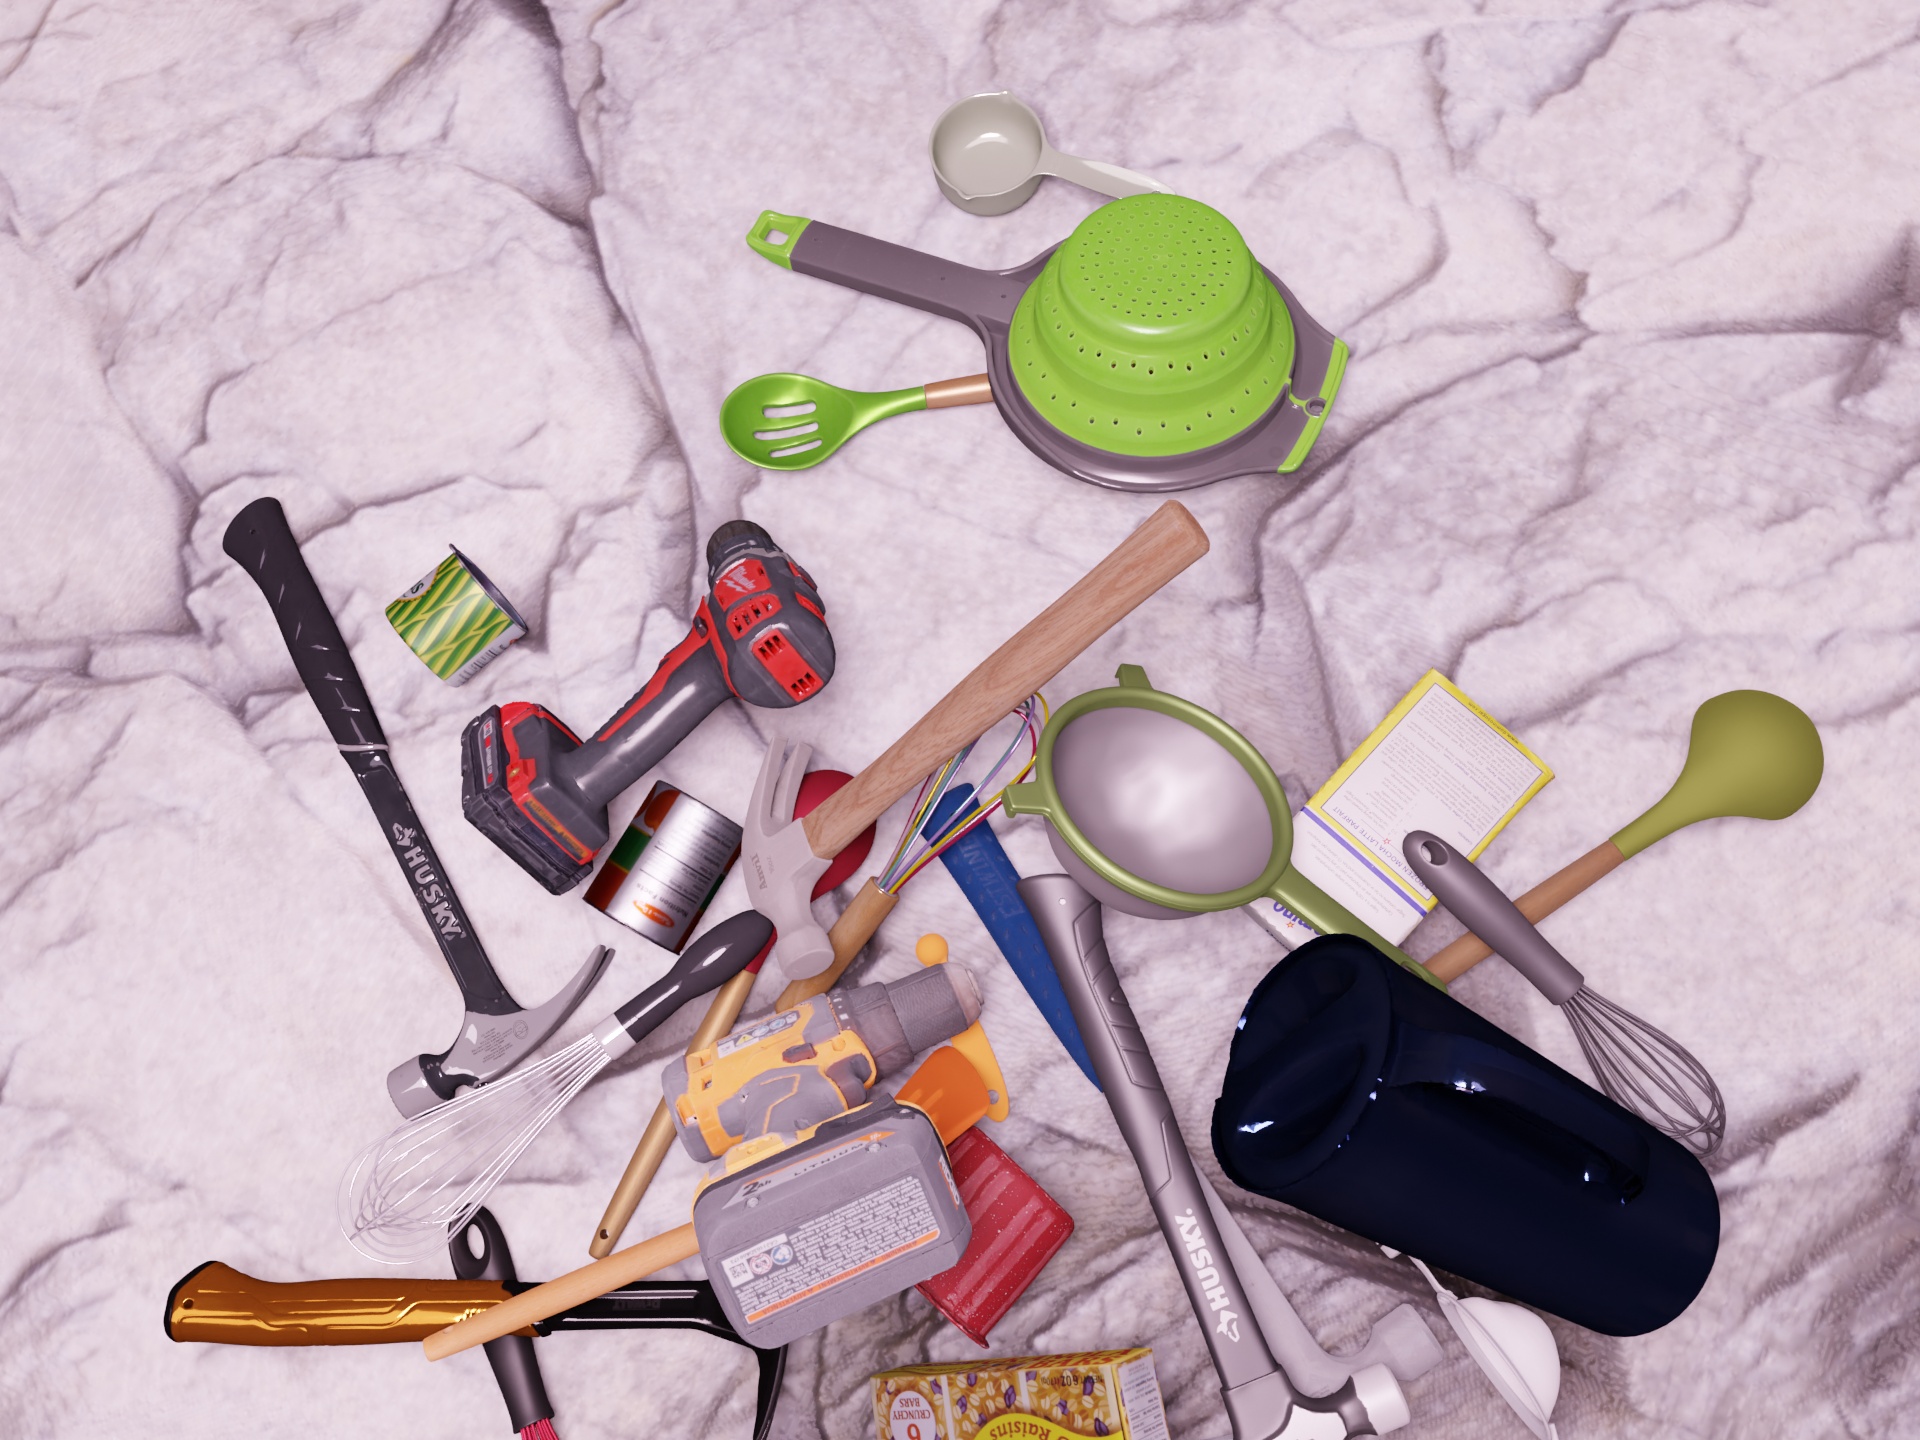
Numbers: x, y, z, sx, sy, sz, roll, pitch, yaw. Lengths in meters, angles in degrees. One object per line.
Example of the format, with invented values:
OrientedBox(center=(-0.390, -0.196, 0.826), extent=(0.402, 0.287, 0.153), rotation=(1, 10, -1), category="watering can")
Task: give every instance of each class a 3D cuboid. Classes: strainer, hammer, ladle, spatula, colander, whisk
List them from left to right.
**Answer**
OrientedBox(center=(-0.358, 0.031, 0.986), extent=(0.149, 0.036, 0.409), rotation=(-30, 75, -3), category="hammer")
OrientedBox(center=(-0.262, 0.330, 0.868), extent=(0.337, 0.034, 0.127), rotation=(1, 58, -2), category="hammer")
OrientedBox(center=(-0.227, 0.406, 0.874), extent=(0.073, 0.073, 0.296), rotation=(-26, 69, -1), category="whisk")
OrientedBox(center=(-0.220, 0.198, 0.889), extent=(0.284, 0.070, 0.070), rotation=(-37, 76, -12), category="whisk")
OrientedBox(center=(-0.134, 0.268, 0.865), extent=(0.322, 0.081, 0.041), rotation=(-20, 109, -13), category="spatula")
OrientedBox(center=(-0.139, 0.169, 0.937), extent=(0.069, 0.031, 0.315), rotation=(25, 82, 12), category="ladle")
OrientedBox(center=(-0.029, 0.081, 0.909), extent=(0.047, 0.051, 0.245), rotation=(40, 101, 15), category="whisk")
OrientedBox(center=(-0.001, -0.003, 0.860), extent=(0.331, 0.031, 0.130), rotation=(-40, 54, 22), category="hammer")
OrientedBox(center=(0.041, -0.274, 0.976), extent=(0.397, 0.094, 0.205), rotation=(21, 67, 14), category="colander")
OrientedBox(center=(0.091, 0.216, 0.898), extent=(0.144, 0.035, 0.406), rotation=(-33, 76, -3), category="hammer")
OrientedBox(center=(0.103, 0.237, 0.855), extent=(0.146, 0.035, 0.335), rotation=(-22, 75, -1), category="hammer")
OrientedBox(center=(0.144, 0.088, 0.872), extent=(0.256, 0.069, 0.151), rotation=(37, 45, 9), category="strainer")
OrientedBox(center=(0.242, 0.284, 0.853), extent=(0.050, 0.086, 0.259), rotation=(-39, 66, -9), category="strainer")
OrientedBox(center=(0.328, 0.148, 0.867), extent=(0.239, 0.055, 0.055), rotation=(45, 84, 2), category="whisk")
OrientedBox(center=(0.349, 0.090, 0.907), extent=(0.320, 0.062, 0.078), rotation=(-35, 77, 3), category="ladle")

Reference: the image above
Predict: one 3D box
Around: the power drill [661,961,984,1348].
OrientedBox(center=(-0.057, 0.203, 0.821), extent=(0.185, 0.226, 0.084), rotation=(-22, 106, -7), category="power drill")

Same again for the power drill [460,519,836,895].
OrientedBox(center=(-0.181, -0.023, 0.935), extent=(0.226, 0.080, 0.188), rotation=(-37, 32, 4), category="power drill")

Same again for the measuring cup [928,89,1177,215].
OrientedBox(center=(0.061, -0.354, 1.039), extent=(0.167, 0.038, 0.083), rotation=(19, 79, 8), category="measuring cup")

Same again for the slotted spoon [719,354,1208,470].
OrientedBox(center=(0.004, -0.208, 1.014), extent=(0.314, 0.031, 0.070), rotation=(-9, 73, 1), category="slotted spoon")

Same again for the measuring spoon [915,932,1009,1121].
OrientedBox(center=(0.001, 0.178, 0.927), extent=(0.021, 0.011, 0.117), rotation=(-23, 75, 0), category="measuring spoon")
